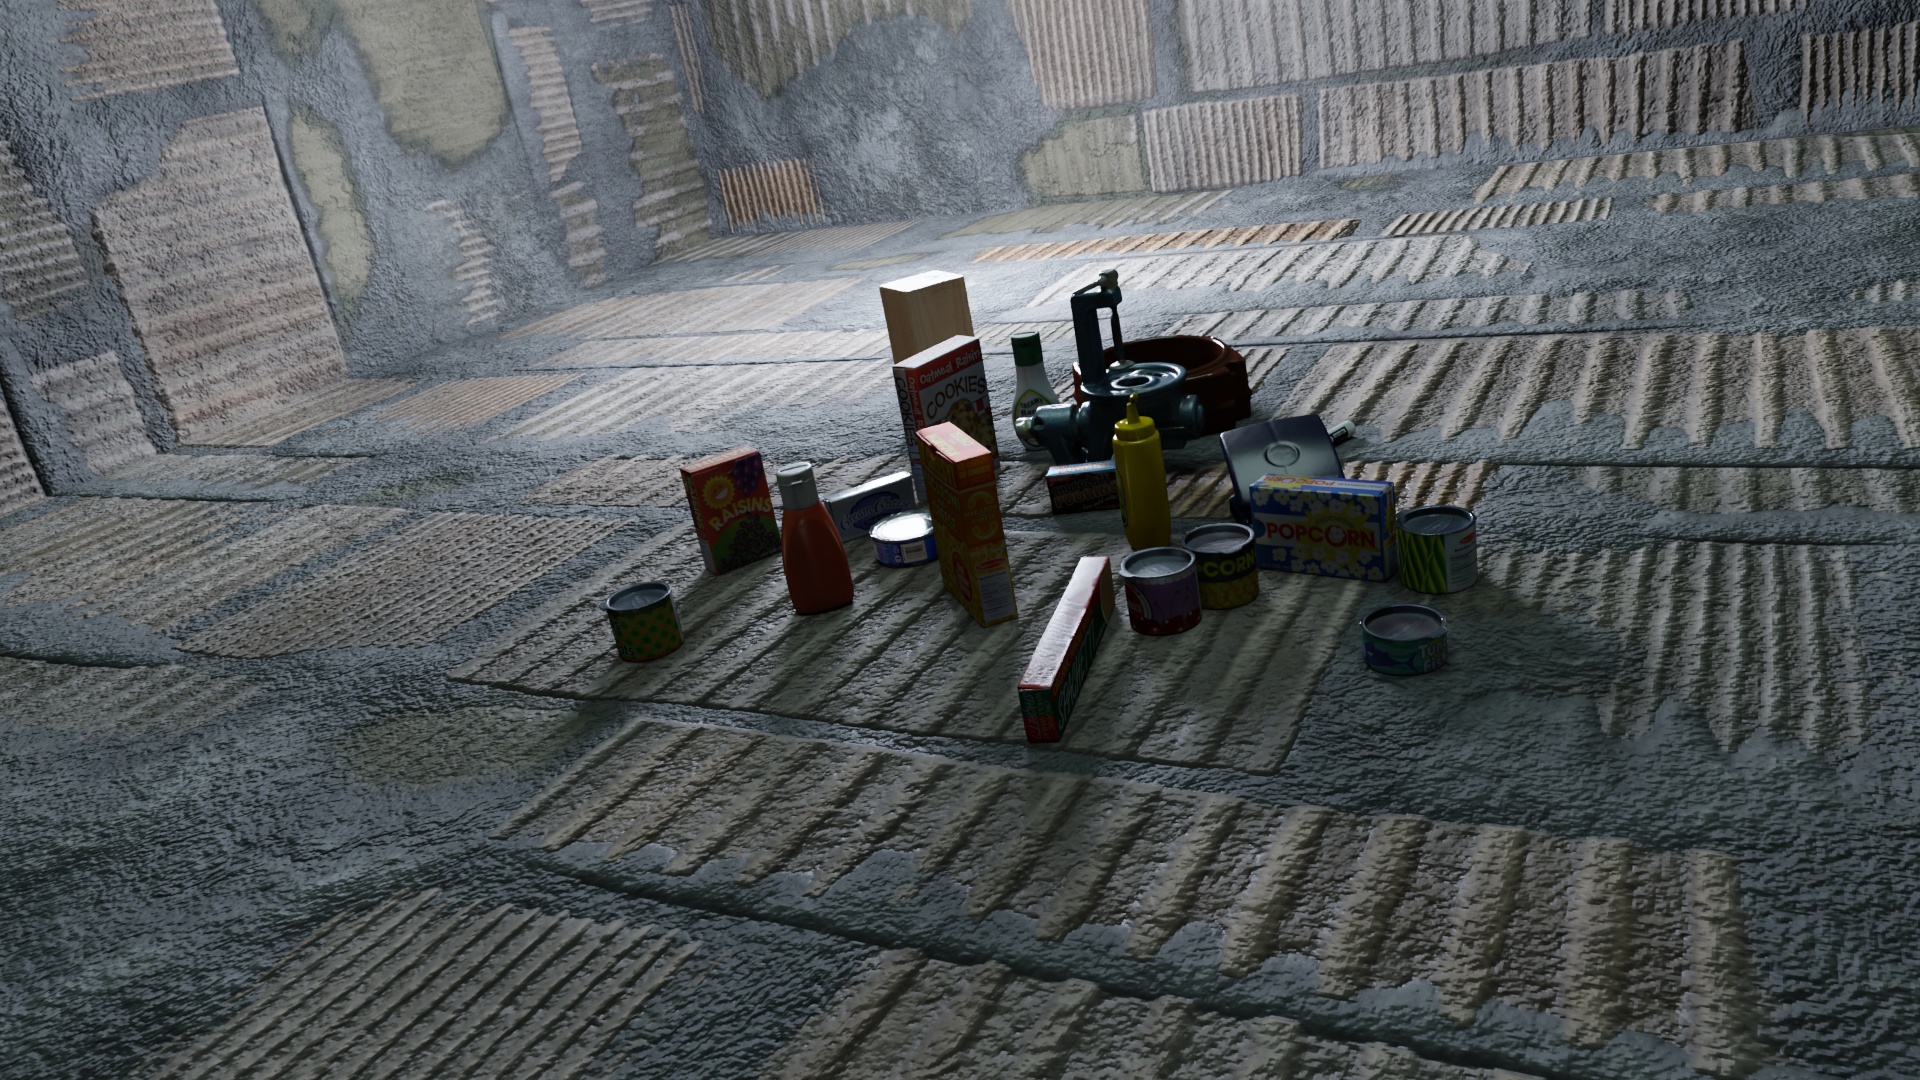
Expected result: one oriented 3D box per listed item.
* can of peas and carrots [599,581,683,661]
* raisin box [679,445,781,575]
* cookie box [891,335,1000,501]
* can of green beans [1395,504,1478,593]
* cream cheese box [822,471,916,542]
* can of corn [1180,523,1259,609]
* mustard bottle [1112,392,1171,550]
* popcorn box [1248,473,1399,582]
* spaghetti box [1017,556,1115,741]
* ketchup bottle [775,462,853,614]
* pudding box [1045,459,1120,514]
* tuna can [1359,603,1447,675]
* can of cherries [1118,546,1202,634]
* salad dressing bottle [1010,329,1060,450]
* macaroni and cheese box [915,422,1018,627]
[{"bbox_3d":[-0.314,0.081,1.372,0.071,0.058,0.071,-9,21,4],"label":"can of peas and carrots"},{"bbox_3d":[-0.254,-0.034,1.544,0.086,0.123,0.040,-22,24,-27],"label":"raisin box"},{"bbox_3d":[-0.016,-0.146,1.655,0.040,0.166,0.123,7,27,39],"label":"cookie box"},{"bbox_3d":[0.419,0.008,1.219,0.071,0.057,0.071,-9,21,4],"label":"can of green beans"},{"bbox_3d":[-0.101,-0.037,1.577,0.104,0.053,0.024,-19,23,-21],"label":"cream cheese box"},{"bbox_3d":[0.237,0.024,1.261,0.071,0.058,0.071,-9,21,4],"label":"can of corn"},{"bbox_3d":[0.179,-0.072,1.389,0.049,0.159,0.065,-10,21,2],"label":"mustard bottle"},{"bbox_3d":[0.334,-0.013,1.273,0.126,0.085,0.038,6,27,37],"label":"popcorn box"},{"bbox_3d":[0.094,0.086,1.182,0.028,0.050,0.251,-3,23,19],"label":"spaghetti box"},{"bbox_3d":[-0.150,-0.003,1.382,0.065,0.148,0.044,-13,21,-7],"label":"ketchup bottle"},{"bbox_3d":[0.139,-0.059,1.526,0.084,0.049,0.030,-6,22,12],"label":"pudding box"},{"bbox_3d":[0.355,0.079,1.104,0.071,0.032,0.071,-9,21,4],"label":"tuna can"},{"bbox_3d":[0.177,0.045,1.235,0.071,0.058,0.072,-9,21,4],"label":"can of cherries"},{"bbox_3d":[0.091,-0.188,1.739,0.064,0.147,0.044,-5,22,15],"label":"salad dressing bottle"},{"bbox_3d":[0.005,-0.017,1.322,0.040,0.165,0.124,-16,22,-14],"label":"macaroni and cheese box"}]
